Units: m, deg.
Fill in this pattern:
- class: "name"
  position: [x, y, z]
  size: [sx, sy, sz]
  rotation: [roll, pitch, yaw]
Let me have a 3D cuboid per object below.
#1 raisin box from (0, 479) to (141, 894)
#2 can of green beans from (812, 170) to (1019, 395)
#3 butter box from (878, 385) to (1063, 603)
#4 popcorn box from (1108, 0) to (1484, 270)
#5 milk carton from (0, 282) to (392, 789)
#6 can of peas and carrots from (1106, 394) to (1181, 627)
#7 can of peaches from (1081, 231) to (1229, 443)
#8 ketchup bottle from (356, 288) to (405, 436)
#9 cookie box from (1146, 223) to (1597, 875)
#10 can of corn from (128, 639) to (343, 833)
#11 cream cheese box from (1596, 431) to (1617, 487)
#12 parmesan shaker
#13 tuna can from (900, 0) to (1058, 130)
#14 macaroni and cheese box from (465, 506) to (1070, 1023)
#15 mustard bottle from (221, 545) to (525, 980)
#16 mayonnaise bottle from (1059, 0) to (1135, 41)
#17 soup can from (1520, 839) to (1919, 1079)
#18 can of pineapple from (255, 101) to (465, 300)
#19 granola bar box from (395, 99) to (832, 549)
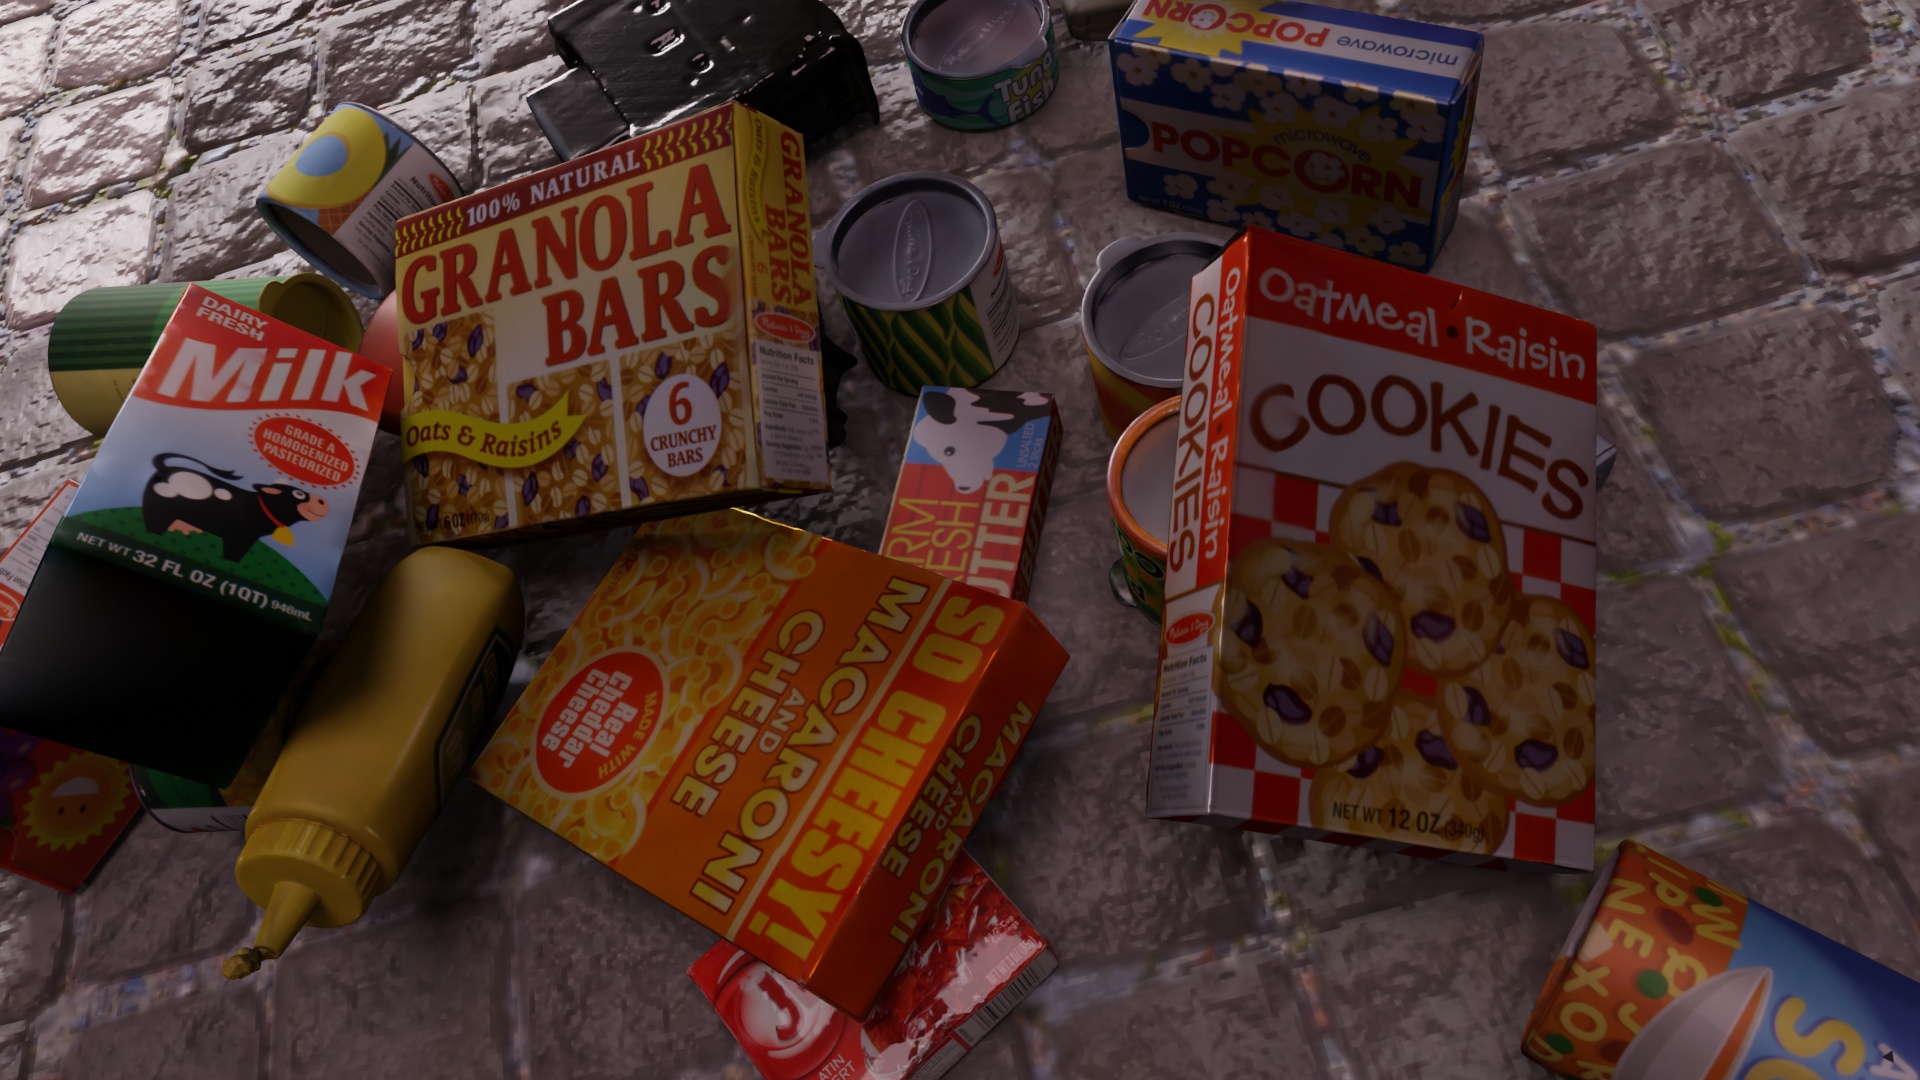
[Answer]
- class: "raisin box"
  position: [-0.319, 0.053, 0.500]
  size: [0.040, 0.085, 0.124]
  rotation: [19, 67, 27]
- class: "can of green beans"
  position: [-0.014, -0.098, 0.534]
  size: [0.071, 0.057, 0.071]
  rotation: [-5, 60, 10]
- class: "butter box"
  position: [0.002, -0.006, 0.499]
  size: [0.053, 0.024, 0.104]
  rotation: [5, 62, 16]
- class: "popcorn box"
  position: [0.124, -0.155, 0.520]
  size: [0.127, 0.085, 0.038]
  rotation: [19, 66, 22]
- class: "milk carton"
  position: [-0.245, -0.019, 0.461]
  size: [0.073, 0.072, 0.191]
  rotation: [-50, 31, 24]
- class: "can of peas and carrots"
  position: [0.081, -0.007, 0.462]
  size: [0.071, 0.058, 0.071]
  rotation: [-5, 60, 10]
- class: "can of peaches"
  position: [0.078, -0.068, 0.497]
  size: [0.071, 0.058, 0.071]
  rotation: [-6, 60, 10]
- class: "ketchup bottle"
  position: [-0.167, -0.067, 0.558]
  size: [0.149, 0.043, 0.065]
  rotation: [7, 70, 16]
- class: "cookie box"
  position: [0.124, 0.004, 0.405]
  size: [0.123, 0.040, 0.168]
  rotation: [11, 75, -16]
- class: "can of corn"
  position: [-0.242, 0.066, 0.486]
  size: [0.058, 0.071, 0.071]
  rotation: [-3, 61, 10]
- class: "cream cheese box"
  position: [0.167, -0.044, 0.483]
  size: [0.053, 0.024, 0.104]
  rotation: [-36, 60, -9]
- class: "parmesan shaker"
  position: [-0.315, -0.078, 0.581]
  size: [0.103, 0.071, 0.071]
  rotation: [0, 61, 12]
- class: "tuna can"
  position: [0.011, -0.213, 0.608]
  size: [0.071, 0.032, 0.071]
  rotation: [-5, 60, 10]
- class: "macaroni and cheese box"
  position: [-0.064, 0.057, 0.442]
  size: [0.166, 0.040, 0.124]
  rotation: [17, 67, 38]
- class: "mustard bottle"
  position: [-0.188, 0.072, 0.446]
  size: [0.049, 0.065, 0.161]
  rotation: [14, 42, -3]
- class: "mayonnaise bottle"
  position: [0.071, -0.296, 0.607]
  size: [0.065, 0.041, 0.148]
  rotation: [-4, 83, 3]
- class: "soup can"
  position: [0.197, 0.127, 0.355]
  size: [0.084, 0.071, 0.071]
  rotation: [26, 70, 25]
- class: "can of pineapple"
  position: [-0.265, -0.149, 0.613]
  size: [0.071, 0.070, 0.058]
  rotation: [22, 68, 23]
- class: "granola bar box"
  position: [-0.126, -0.067, 0.480]
  size: [0.165, 0.039, 0.124]
  rotation: [-8, 84, 30]
